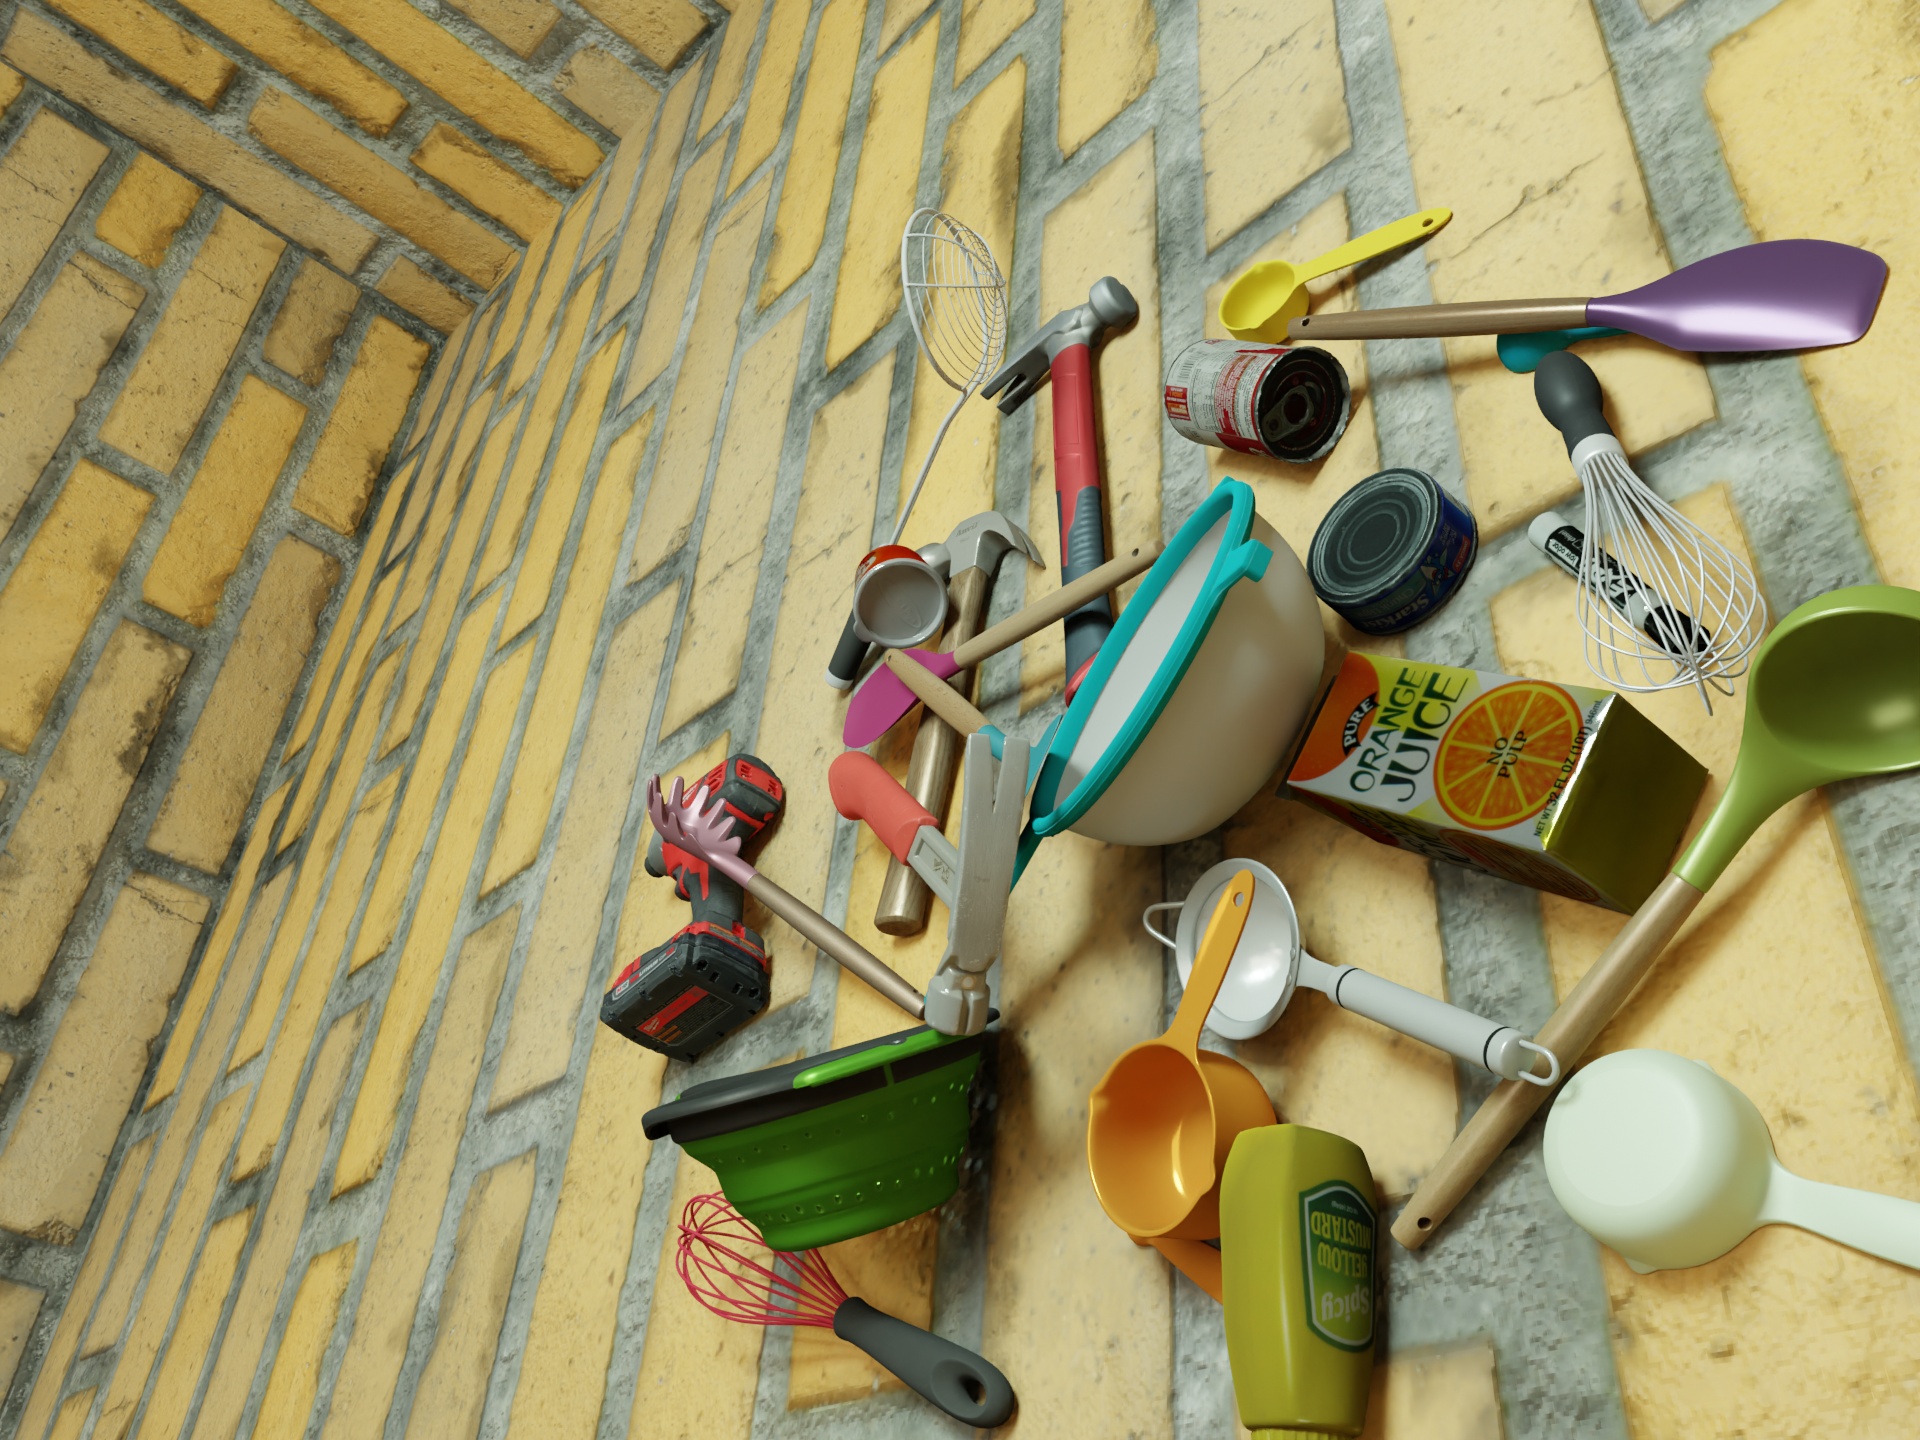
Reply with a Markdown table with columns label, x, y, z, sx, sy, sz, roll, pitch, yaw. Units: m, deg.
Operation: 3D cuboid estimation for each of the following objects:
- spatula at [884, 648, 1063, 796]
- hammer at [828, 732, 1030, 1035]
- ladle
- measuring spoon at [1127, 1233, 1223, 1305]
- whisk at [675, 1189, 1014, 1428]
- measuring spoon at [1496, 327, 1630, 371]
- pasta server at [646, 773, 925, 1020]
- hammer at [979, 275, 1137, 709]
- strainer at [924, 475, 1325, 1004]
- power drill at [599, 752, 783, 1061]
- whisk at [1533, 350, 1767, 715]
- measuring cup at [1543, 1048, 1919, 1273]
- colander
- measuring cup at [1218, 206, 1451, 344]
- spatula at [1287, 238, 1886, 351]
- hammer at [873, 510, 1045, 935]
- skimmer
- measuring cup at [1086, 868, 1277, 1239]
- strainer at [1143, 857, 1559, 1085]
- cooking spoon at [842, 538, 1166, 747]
| label | x | y | z | sx | sy | sz | roll | pitch | yaw |
| --- | --- | --- | --- | --- | --- | --- | --- | --- | --- |
| spatula | -0.002 | -0.003 | 0.969 | 0.082 | 0.044 | 0.318 | -66 | 26 | 8 |
| hammer | -0.031 | 0.054 | 0.933 | 0.359 | 0.036 | 0.149 | -146 | 63 | -74 |
| ladle | 0.267 | 0.087 | 0.611 | 0.320 | 0.078 | 0.062 | -57 | -1 | 12 |
| measuring spoon | 0.112 | 0.250 | 0.729 | 0.117 | 0.011 | 0.021 | 16 | 77 | 58 |
| whisk | -0.073 | 0.327 | 0.887 | 0.296 | 0.073 | 0.073 | 5 | 68 | 49 |
| measuring spoon | 0.326 | -0.209 | 0.811 | 0.129 | 0.021 | 0.042 | -1 | 62 | 56 |
| pasta server | -0.121 | 0.115 | 1.081 | 0.316 | 0.060 | 0.040 | 29 | 104 | 42 |
| hammer | 0.071 | -0.149 | 1.107 | 0.143 | 0.038 | 0.387 | -36 | 38 | 35 |
| strainer | 0.096 | 0.040 | 0.853 | 0.340 | 0.095 | 0.211 | -60 | 5 | 18 |
| power drill | -0.203 | 0.139 | 1.215 | 0.143 | 0.078 | 0.220 | -37 | 34 | 29 |
| whisk | 0.291 | -0.100 | 0.708 | 0.070 | 0.070 | 0.285 | -38 | 24 | 30 |
| measuring cup | 0.276 | 0.159 | 0.546 | 0.168 | 0.038 | 0.083 | 3 | 66 | 58 |
| colander | -0.098 | 0.252 | 0.946 | 0.397 | 0.204 | 0.094 | -32 | 72 | 61 |
| measuring cup | 0.238 | -0.280 | 1.005 | 0.156 | 0.029 | 0.062 | -17 | 49 | 32 |
| spatula | 0.301 | -0.210 | 0.816 | 0.316 | 0.018 | 0.060 | 10 | 75 | 47 |
| hammer | -0.011 | -0.007 | 1.108 | 0.130 | 0.031 | 0.332 | -23 | 46 | 45 |
| skimmer | -0.055 | -0.191 | 1.184 | 0.127 | 0.090 | 0.363 | -40 | -22 | -60 |
| measuring cup | 0.119 | 0.156 | 0.736 | 0.095 | 0.052 | 0.173 | 21 | 91 | 58 |
| strainer | 0.169 | 0.118 | 0.709 | 0.258 | 0.050 | 0.087 | 15 | 97 | 64 |
| cooking spoon | 0.017 | -0.049 | 1.047 | 0.319 | 0.017 | 0.069 | -28 | 44 | 45 |
